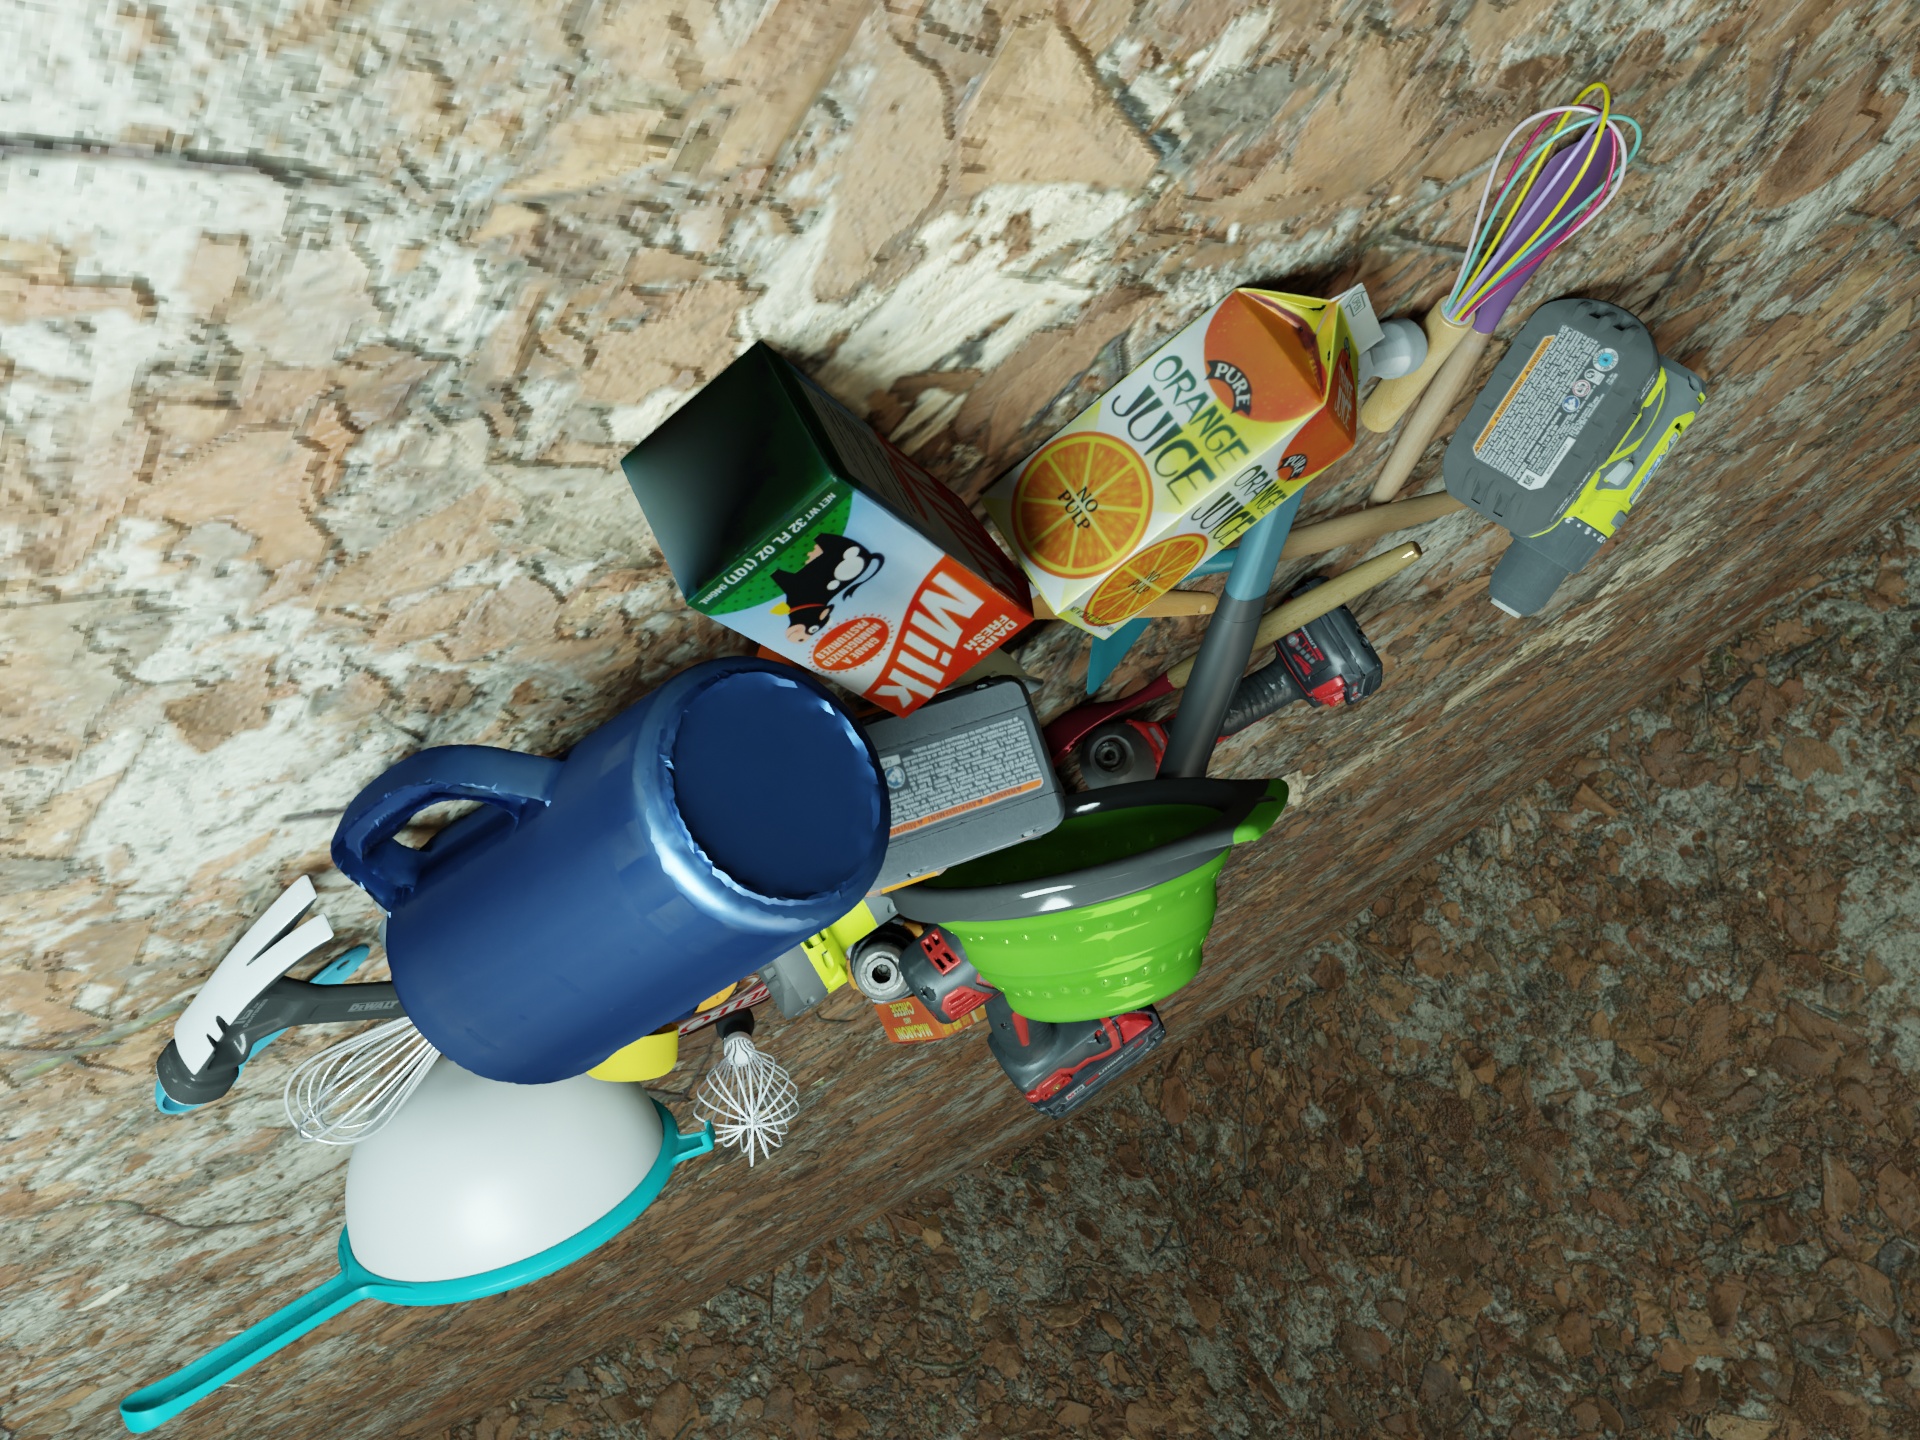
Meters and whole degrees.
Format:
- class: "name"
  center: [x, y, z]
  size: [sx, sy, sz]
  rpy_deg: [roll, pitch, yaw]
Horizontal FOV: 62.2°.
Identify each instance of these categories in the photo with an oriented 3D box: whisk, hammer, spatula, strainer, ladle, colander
- class: "whisk"
  center: [-0.155, 0.241, 1.127]
  size: [0.070, 0.070, 0.285]
  rpy_deg: [-29, -171, -7]
- class: "hammer"
  center: [-0.232, 0.136, 0.836]
  size: [0.127, 0.034, 0.336]
  rpy_deg: [-47, 152, 20]
- class: "spatula"
  center: [0.284, -0.206, 0.890]
  size: [0.060, 0.018, 0.315]
  rpy_deg: [-28, 160, -18]
- class: "strainer"
  center: [-0.327, 0.272, 0.928]
  size: [0.211, 0.095, 0.340]
  rpy_deg: [4, -157, 44]
- class: "whisk"
  center: [0.258, -0.219, 0.790]
  size: [0.051, 0.047, 0.245]
  rpy_deg: [-13, 160, -16]
- class: "hammer"
  center: [0.157, -0.063, 0.885]
  size: [0.128, 0.033, 0.330]
  rpy_deg: [-22, 142, -32]
- class: "spatula"
  center: [0.026, -0.054, 0.801]
  size: [0.322, 0.041, 0.081]
  rpy_deg: [-4, 130, -40]
- class: "whisk"
  center: [-0.284, 0.161, 0.897]
  size: [0.246, 0.059, 0.058]
  rpy_deg: [-38, -163, 7]
- class: "ladle"
  center: [0.154, -0.036, 1.003]
  size: [0.315, 0.031, 0.069]
  rpy_deg: [-30, -176, 39]
- class: "spatula"
  center: [0.202, -0.098, 0.965]
  size: [0.317, 0.044, 0.082]
  rpy_deg: [-17, 136, -23]
- class: "strainer"
  center: [-0.001, -0.003, 0.925]
  size: [0.087, 0.050, 0.258]
  rpy_deg: [-9, 164, -5]
- class: "colander"
  center: [-0.004, 0.117, 0.903]
  size: [0.397, 0.094, 0.204]
  rpy_deg: [-11, -172, 23]

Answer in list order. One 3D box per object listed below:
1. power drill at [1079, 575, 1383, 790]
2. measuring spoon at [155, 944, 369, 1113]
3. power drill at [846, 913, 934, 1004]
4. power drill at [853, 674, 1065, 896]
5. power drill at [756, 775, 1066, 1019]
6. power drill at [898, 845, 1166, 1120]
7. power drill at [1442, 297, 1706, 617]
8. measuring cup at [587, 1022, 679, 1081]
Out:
- class: "power drill"
  center: [0.185, -0.008, 1.135]
  size: [0.219, 0.079, 0.143]
  rpy_deg: [-31, 166, 9]
- class: "measuring spoon"
  center: [-0.356, 0.151, 0.808]
  size: [0.128, 0.021, 0.042]
  rpy_deg: [-40, 160, -4]
- class: "power drill"
  center: [0.015, 0.140, 1.190]
  size: [0.226, 0.084, 0.185]
  rpy_deg: [-29, 177, 0]
- class: "power drill"
  center: [-0.033, 0.037, 0.822]
  size: [0.164, 0.084, 0.226]
  rpy_deg: [-17, 179, -23]
- class: "power drill"
  center: [-0.040, 0.106, 1.060]
  size: [0.223, 0.080, 0.171]
  rpy_deg: [-31, 176, -10]
- class: "power drill"
  center: [0.073, 0.169, 1.112]
  size: [0.188, 0.080, 0.226]
  rpy_deg: [-37, 140, -4]
- class: "power drill"
  center: [0.382, -0.159, 1.004]
  size: [0.228, 0.080, 0.190]
  rpy_deg: [6, 119, -60]
- class: "measuring cup"
  center: [-0.233, 0.195, 0.953]
  size: [0.156, 0.029, 0.062]
  rpy_deg: [-4, 177, 35]
